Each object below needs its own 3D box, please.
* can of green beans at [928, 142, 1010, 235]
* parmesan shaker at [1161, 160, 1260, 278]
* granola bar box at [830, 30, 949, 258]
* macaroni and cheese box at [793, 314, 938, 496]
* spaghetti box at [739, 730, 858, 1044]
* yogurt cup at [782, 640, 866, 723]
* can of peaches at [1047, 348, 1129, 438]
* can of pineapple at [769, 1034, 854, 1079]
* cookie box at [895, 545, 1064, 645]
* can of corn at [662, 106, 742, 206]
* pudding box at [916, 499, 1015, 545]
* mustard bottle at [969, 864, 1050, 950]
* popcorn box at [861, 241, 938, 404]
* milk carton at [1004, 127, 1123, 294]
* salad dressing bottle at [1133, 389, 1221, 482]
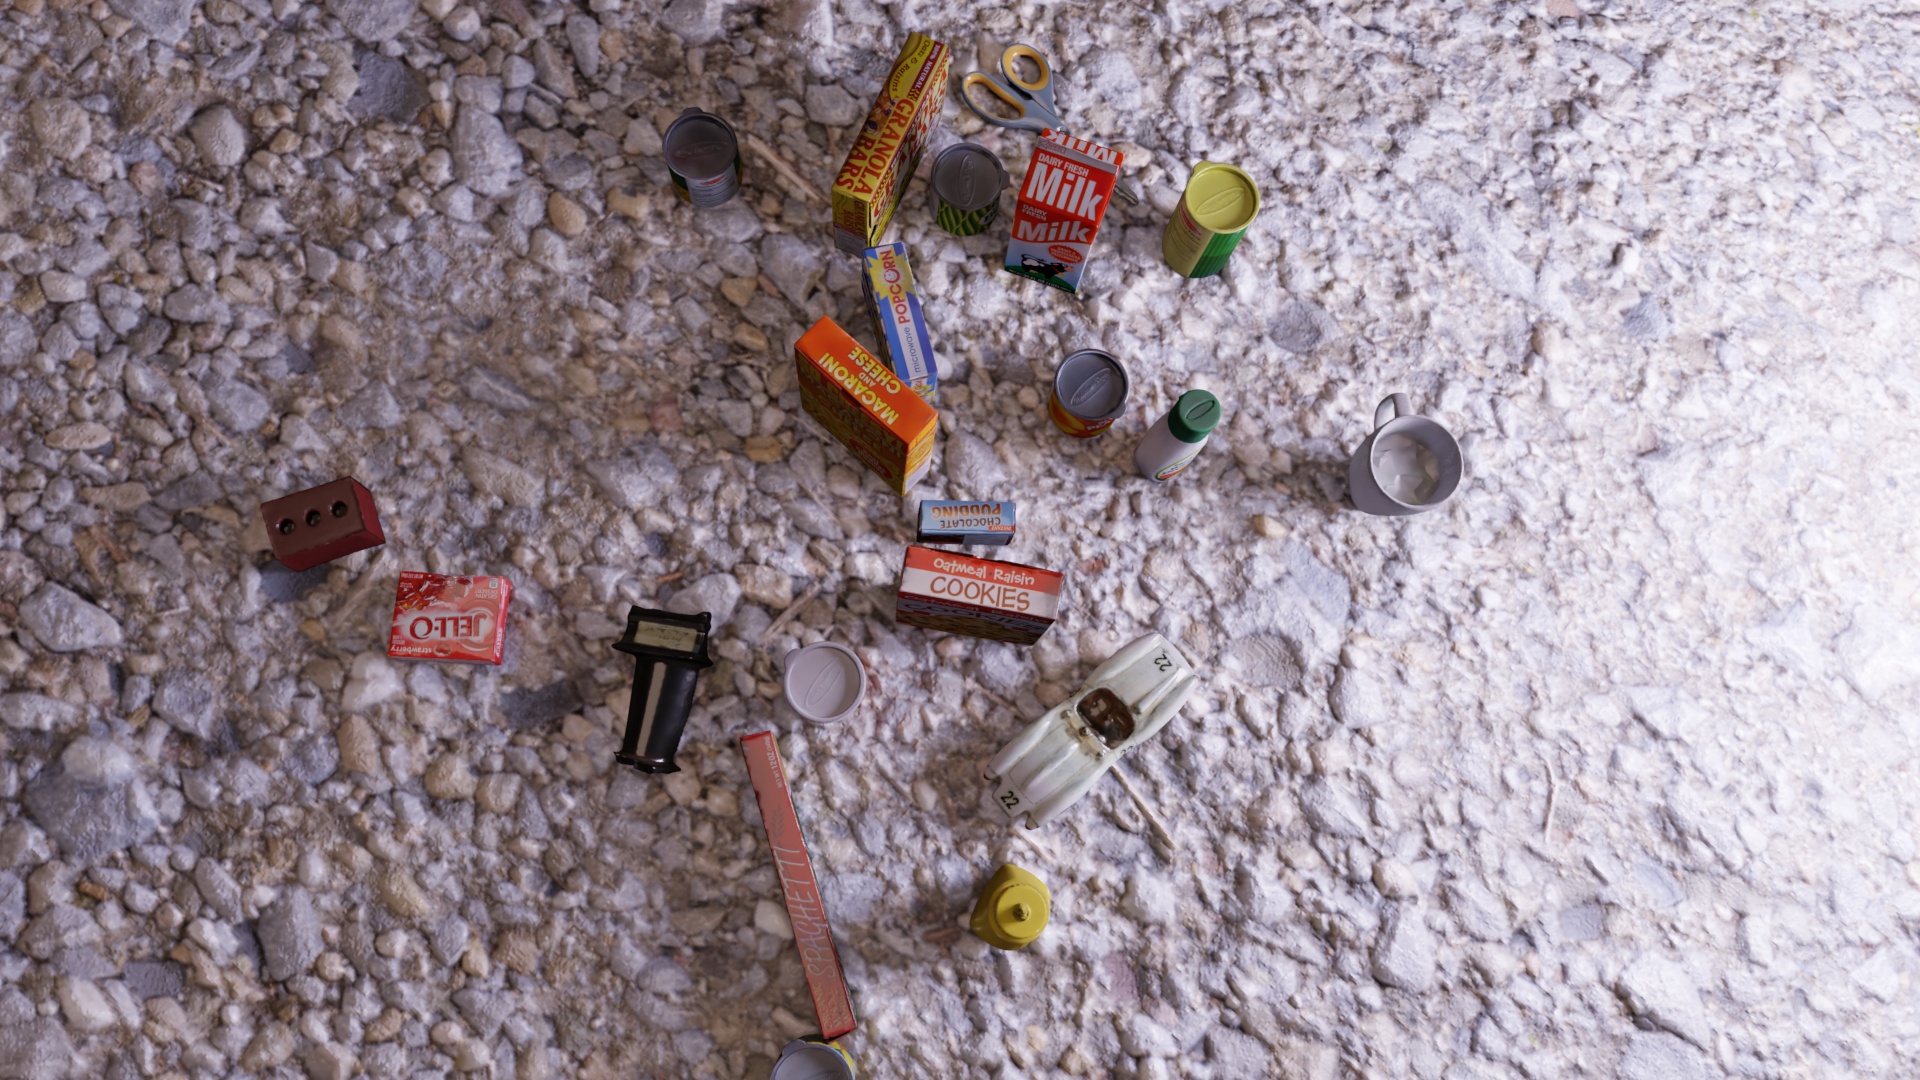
[{"bbox_3d":[0.005,-0.319,1.265,0.071,0.057,0.071,1,78,-4],"label":"can of green beans"},{"bbox_3d":[0.222,-0.288,1.249,0.071,0.103,0.071,1,78,-3],"label":"parmesan shaker"},{"bbox_3d":[-0.062,-0.347,1.233,0.039,0.124,0.166,24,77,2],"label":"granola bar box"},{"bbox_3d":[-0.079,-0.107,1.157,0.124,0.166,0.040,41,79,5],"label":"macaroni and cheese box"},{"bbox_3d":[-0.131,0.278,1.129,0.029,0.050,0.250,-17,79,-7],"label":"spaghetti box"},{"bbox_3d":[-0.113,0.121,1.163,0.072,0.054,0.072,1,78,-4],"label":"yogurt cup"},{"bbox_3d":[0.114,-0.128,1.230,0.071,0.058,0.071,1,78,-4],"label":"can of peaches"},{"bbox_3d":[-0.117,0.425,1.094,0.071,0.057,0.071,1,78,-4],"label":"can of pineapple"},{"bbox_3d":[0.011,0.047,1.129,0.123,0.167,0.040,10,78,-1],"label":"cookie box"},{"bbox_3d":[-0.233,-0.346,1.255,0.071,0.058,0.071,1,78,-4],"label":"can of corn"},{"bbox_3d":[0.004,-0.015,1.202,0.084,0.049,0.030,1,78,-3],"label":"pudding box"},{"bbox_3d":[0.042,0.288,1.082,0.049,0.160,0.065,30,78,3],"label":"mustard bottle"},{"bbox_3d":[-0.054,-0.186,1.218,0.038,0.085,0.127,-14,79,-6],"label":"popcorn box"},{"bbox_3d":[0.089,-0.289,1.196,0.072,0.190,0.073,20,78,1],"label":"milk carton"},{"bbox_3d":[0.186,-0.090,1.181,0.064,0.147,0.044,-31,82,-9],"label":"salad dressing bottle"}]
